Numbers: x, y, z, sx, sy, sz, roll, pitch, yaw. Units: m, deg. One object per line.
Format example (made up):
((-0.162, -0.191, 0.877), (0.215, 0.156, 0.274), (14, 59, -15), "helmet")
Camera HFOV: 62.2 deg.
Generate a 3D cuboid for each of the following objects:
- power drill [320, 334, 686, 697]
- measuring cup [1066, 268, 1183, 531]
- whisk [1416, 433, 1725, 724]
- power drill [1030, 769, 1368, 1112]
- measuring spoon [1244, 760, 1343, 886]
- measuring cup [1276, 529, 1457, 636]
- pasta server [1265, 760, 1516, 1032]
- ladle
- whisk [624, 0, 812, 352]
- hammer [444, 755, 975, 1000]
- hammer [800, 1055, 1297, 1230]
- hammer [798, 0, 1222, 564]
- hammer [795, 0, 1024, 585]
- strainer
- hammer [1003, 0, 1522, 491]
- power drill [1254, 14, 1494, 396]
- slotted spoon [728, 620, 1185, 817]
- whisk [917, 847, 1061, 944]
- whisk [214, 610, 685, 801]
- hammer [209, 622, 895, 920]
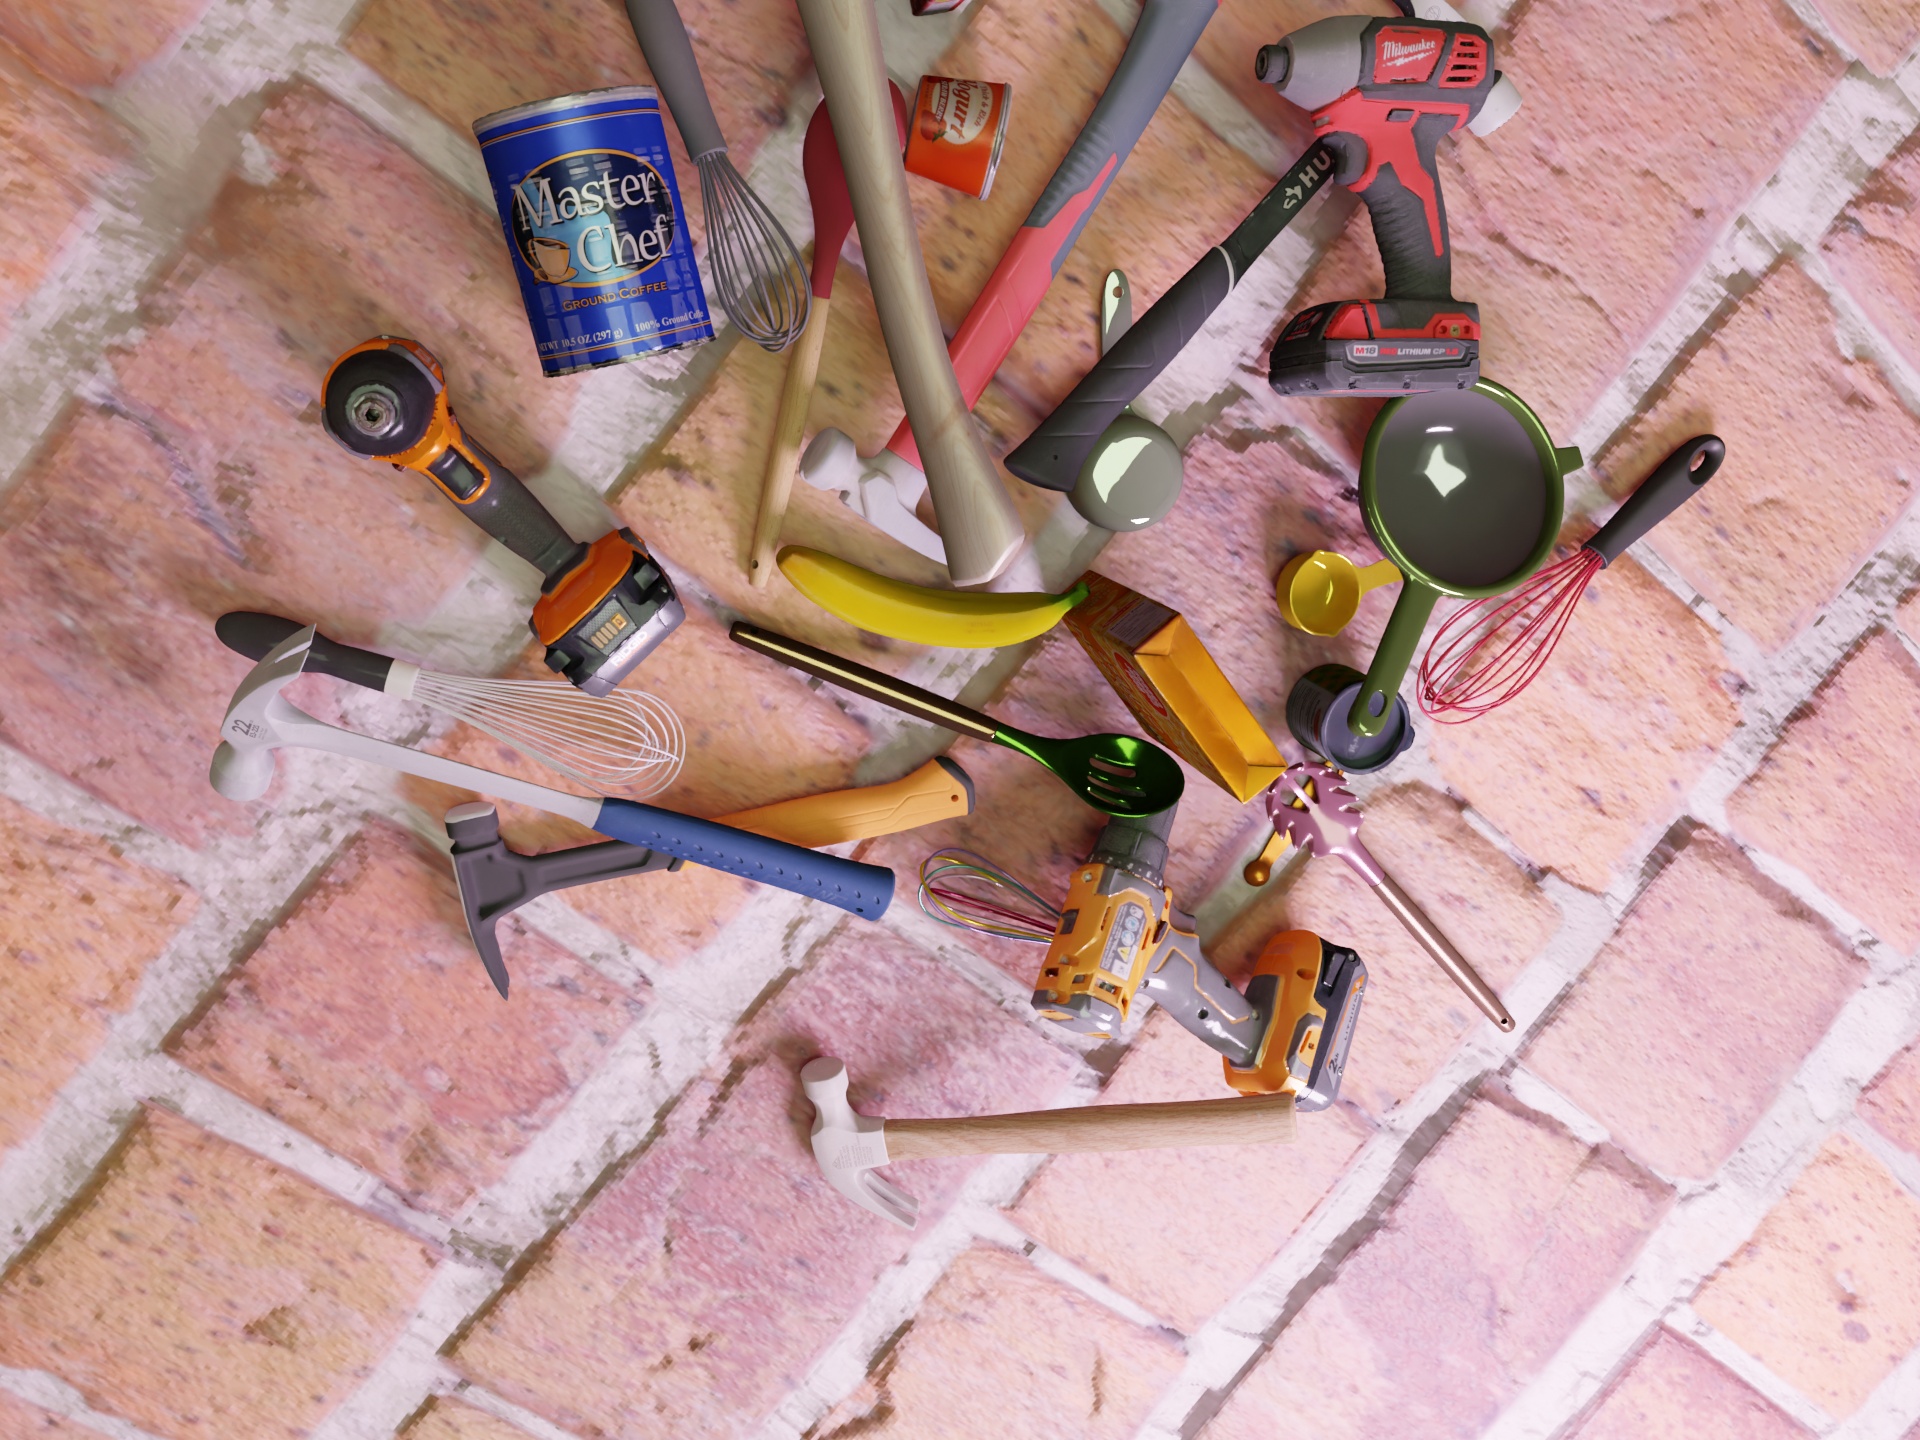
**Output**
((-0.261, -0.119, 0.894), (0.084, 0.164, 0.226), (-44, 111, 0), "power drill")
((0.106, -0.203, 1.020), (0.083, 0.038, 0.167), (-6, 108, -11), "measuring cup")
((0.430, -0.103, 1.116), (0.296, 0.073, 0.073), (-41, 109, -7), "whisk")
((0.170, 0.153, 1.096), (0.226, 0.084, 0.185), (27, 70, -20), "power drill")
((0.242, 0.071, 1.138), (0.021, 0.011, 0.117), (34, 95, -19), "measuring spoon")
((0.286, -0.104, 1.101), (0.156, 0.029, 0.062), (-21, 107, -19), "measuring cup")
((0.320, 0.135, 1.155), (0.060, 0.040, 0.316), (-41, 113, 8), "pasta server")
((-0.093, -0.232, 0.968), (0.069, 0.031, 0.315), (23, 108, 27), "ladle")
((-0.144, -0.325, 0.910), (0.055, 0.055, 0.239), (-22, 94, -6), "whisk")
((-0.154, 0.085, 1.039), (0.337, 0.034, 0.127), (-11, 106, -10), "hammer")
((0.061, 0.283, 1.085), (0.331, 0.031, 0.130), (-6, 112, 11), "hammer")
((0.058, -0.279, 0.986), (0.143, 0.038, 0.386), (31, 94, -30), "hammer")
((-0.049, -0.276, 0.908), (0.146, 0.038, 0.410), (-10, 102, 23), "hammer")
((0.299, -0.104, 1.054), (0.151, 0.069, 0.256), (27, 80, -12), "strainer")
((0.174, -0.300, 0.993), (0.149, 0.036, 0.409), (44, 86, -17), "hammer")
((0.245, -0.308, 0.956), (0.143, 0.078, 0.219), (-3, 98, -15), "power drill")
((-0.002, -0.003, 1.038), (0.313, 0.070, 0.031), (21, 138, -9), "slotted spoon")
((0.074, 0.153, 1.106), (0.244, 0.047, 0.051), (25, 96, -21), "whisk")
((-0.307, -0.014, 0.968), (0.284, 0.070, 0.070), (17, 100, -12), "whisk")
((-0.227, 0.050, 0.953), (0.405, 0.035, 0.144), (18, 138, -21), "hammer")
